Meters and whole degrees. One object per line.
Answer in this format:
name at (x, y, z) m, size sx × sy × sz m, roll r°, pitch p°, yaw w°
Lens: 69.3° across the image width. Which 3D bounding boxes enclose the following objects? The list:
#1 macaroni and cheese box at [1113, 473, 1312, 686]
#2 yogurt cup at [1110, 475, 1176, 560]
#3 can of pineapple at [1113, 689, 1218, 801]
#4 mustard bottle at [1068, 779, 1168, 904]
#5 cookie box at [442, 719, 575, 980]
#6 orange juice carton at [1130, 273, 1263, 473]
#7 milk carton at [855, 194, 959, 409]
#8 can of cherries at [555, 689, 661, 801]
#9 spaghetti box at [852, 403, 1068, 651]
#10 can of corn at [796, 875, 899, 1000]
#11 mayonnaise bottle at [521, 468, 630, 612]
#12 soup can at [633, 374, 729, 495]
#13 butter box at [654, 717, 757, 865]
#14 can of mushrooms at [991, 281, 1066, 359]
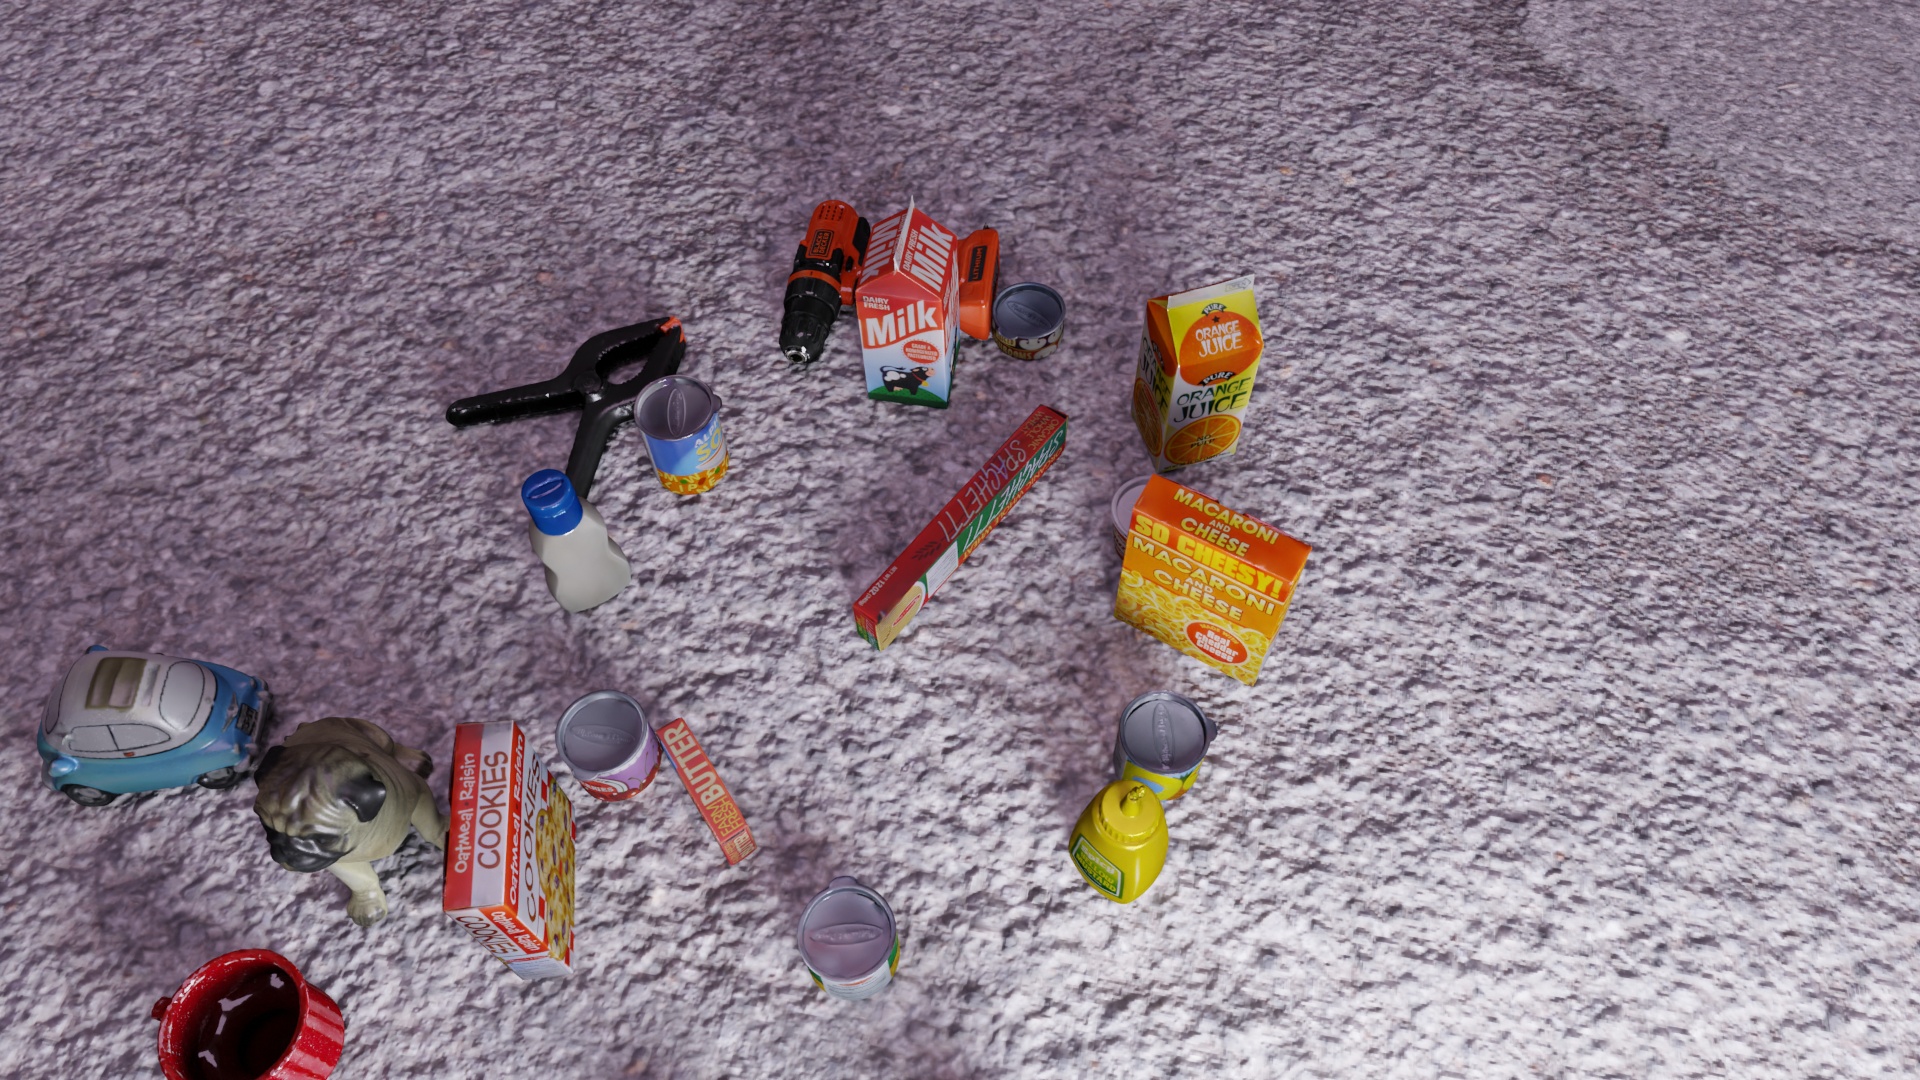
macaroni and cheese box at (0.182, 0.031, 1.030) m, size 0.124 × 0.165 × 0.040 m, roll 26°, pitch 63°, yaw 16°
yogurt cup at (0.153, -0.011, 1.121) m, size 0.072 × 0.053 × 0.073 m, roll 0°, pitch 59°, yaw 1°
can of pineapple at (0.149, 0.152, 1.019) m, size 0.071 × 0.057 × 0.071 m, roll 0°, pitch 59°, yaw 1°
mustard bottle at (0.108, 0.195, 0.934) m, size 0.065 × 0.159 × 0.049 m, roll 39°, pitch 67°, yaw 21°
cookie box at (-0.297, 0.209, 0.926) m, size 0.040 × 0.166 × 0.123 m, roll -7°, pitch 59°, yaw -3°
orange juice carton at (0.190, -0.142, 1.120) m, size 0.072 × 0.191 × 0.073 m, roll -14°, pitch 60°, yaw -8°
milk carton at (-0.042, -0.196, 1.157) m, size 0.073 × 0.189 × 0.073 m, roll 8°, pitch 59°, yaw 6°
can of cherries at (-0.260, 0.154, 1.023) m, size 0.071 × 0.058 × 0.072 m, roll 0°, pitch 59°, yaw 1°
spaghetti box at (0.004, -0.014, 1.127) m, size 0.029 × 0.050 × 0.251 m, roll 34°, pitch 65°, yaw 19°
can of corn at (-0.075, 0.272, 0.948) m, size 0.071 × 0.058 × 0.071 m, roll 0°, pitch 59°, yaw 1°
mayonnaise bottle at (-0.298, 0.000, 1.065) m, size 0.065 × 0.147 × 0.041 m, roll -29°, pitch 63°, yaw -15°
soup can at (-0.228, -0.087, 1.155) m, size 0.071 × 0.083 × 0.071 m, roll 0°, pitch 59°, yaw 1°
butter box at (-0.184, 0.182, 1.008) m, size 0.024 × 0.053 × 0.104 m, roll -30°, pitch 63°, yaw -16°
can of mushrooms at (0.059, -0.196, 1.247) m, size 0.071 × 0.033 × 0.071 m, roll 0°, pitch 59°, yaw 1°
